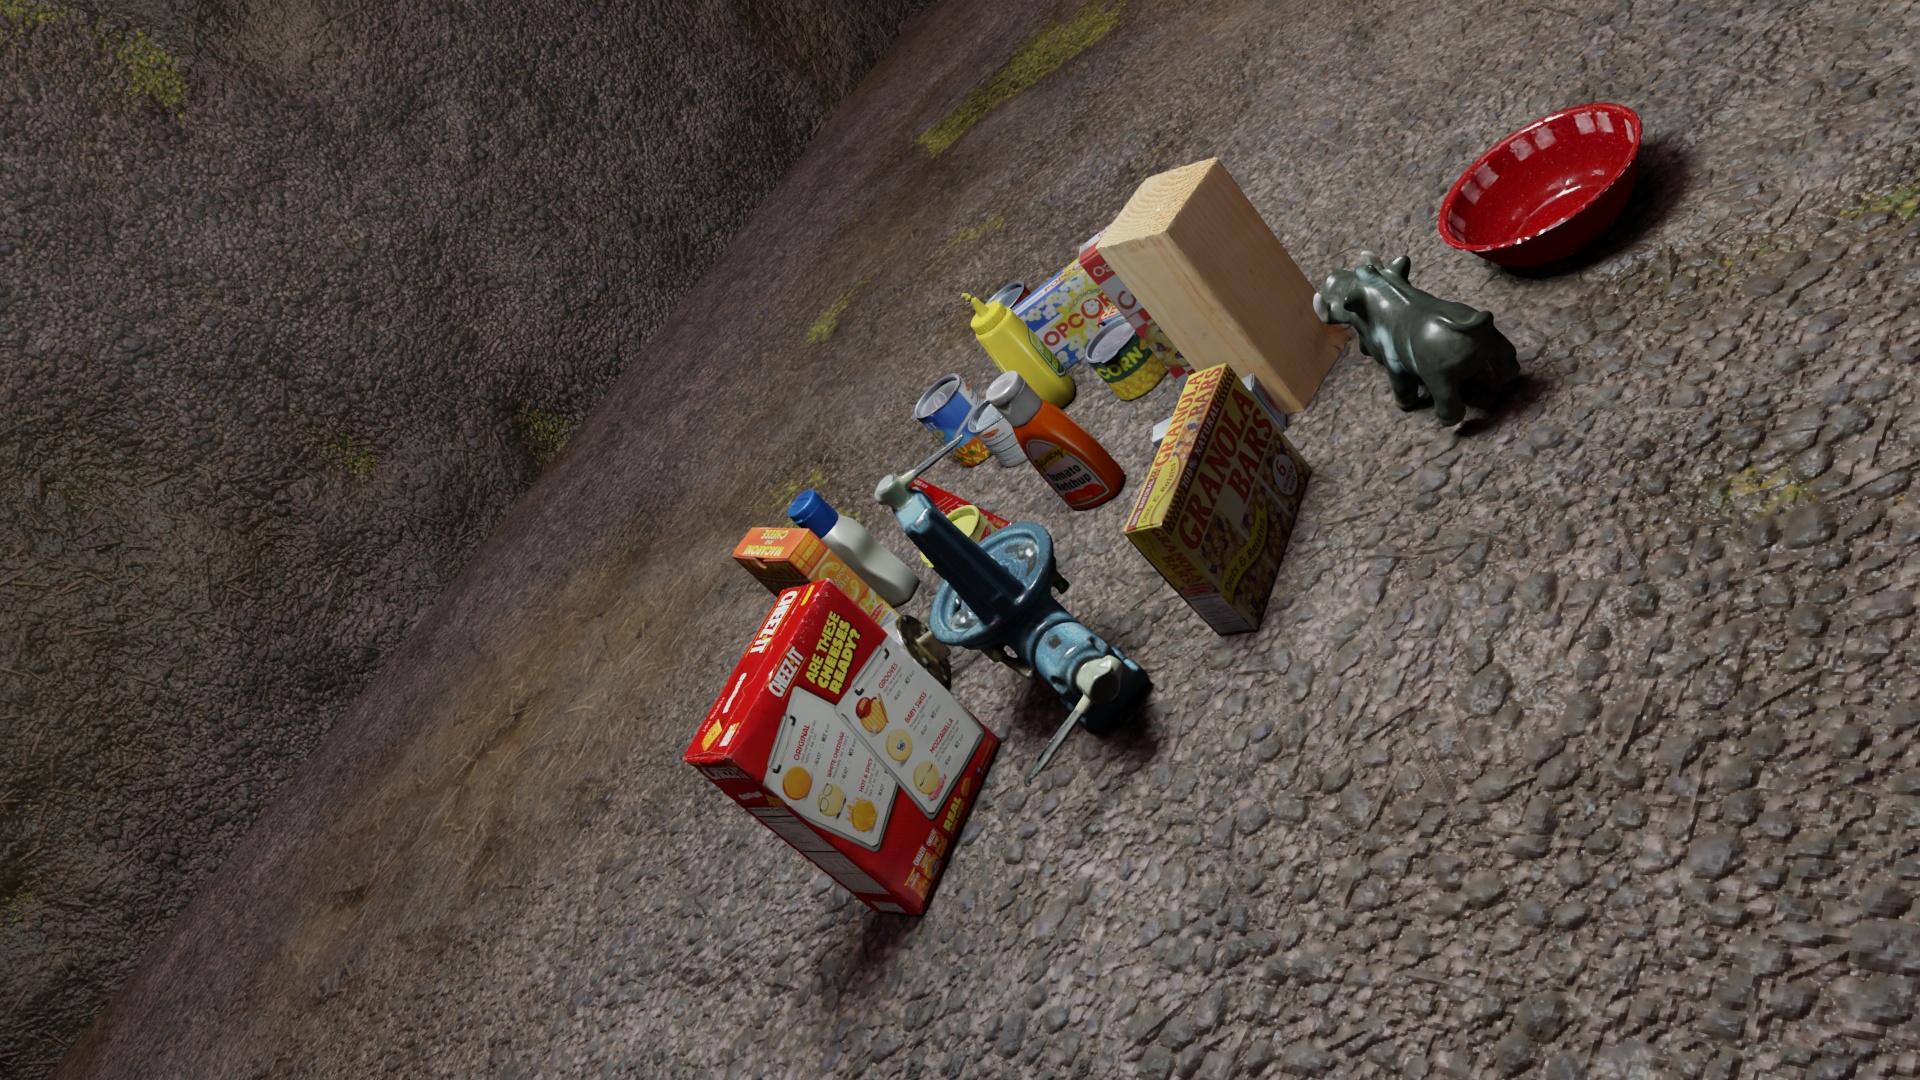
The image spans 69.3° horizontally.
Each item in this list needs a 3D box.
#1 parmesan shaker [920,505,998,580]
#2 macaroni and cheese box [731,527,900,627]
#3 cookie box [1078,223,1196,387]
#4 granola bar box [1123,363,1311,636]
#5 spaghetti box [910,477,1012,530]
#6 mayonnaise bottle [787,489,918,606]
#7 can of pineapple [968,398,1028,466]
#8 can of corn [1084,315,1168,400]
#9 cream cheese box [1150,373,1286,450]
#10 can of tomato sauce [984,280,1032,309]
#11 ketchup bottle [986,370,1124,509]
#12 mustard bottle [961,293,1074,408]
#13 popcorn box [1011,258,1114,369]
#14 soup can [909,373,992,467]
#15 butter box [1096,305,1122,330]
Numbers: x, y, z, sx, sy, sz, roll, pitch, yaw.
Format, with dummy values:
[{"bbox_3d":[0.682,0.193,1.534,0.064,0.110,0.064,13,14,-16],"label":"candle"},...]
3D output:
[{"bbox_3d":[0.022,0.029,1.232,0.071,0.103,0.072,-34,28,21],"label":"parmesan shaker"},{"bbox_3d":[-0.128,0.055,1.338,0.123,0.166,0.040,1,51,56],"label":"macaroni and cheese box"},{"bbox_3d":[0.207,-0.238,1.282,0.122,0.167,0.040,-33,28,23],"label":"cookie box"},{"bbox_3d":[0.196,-0.031,1.042,0.039,0.124,0.166,-15,38,46],"label":"granola bar box"},{"bbox_3d":[0.005,-0.017,1.385,0.029,0.050,0.250,-48,26,-7],"label":"spaghetti box"},{"bbox_3d":[-0.111,0.009,1.403,0.064,0.148,0.041,-15,38,46],"label":"mayonnaise bottle"},{"bbox_3d":[0.052,-0.121,1.461,0.071,0.057,0.071,-34,28,21],"label":"can of pineapple"},{"bbox_3d":[0.166,-0.180,1.381,0.071,0.058,0.071,-34,28,21],"label":"can of corn"},{"bbox_3d":[0.220,-0.096,1.184,0.103,0.053,0.024,-28,30,31],"label":"cream cheese box"},{"bbox_3d":[0.070,-0.242,1.584,0.071,0.083,0.071,-34,28,21],"label":"can of tomato sauce"},{"bbox_3d":[0.083,-0.092,1.269,0.064,0.148,0.044,-20,35,42],"label":"ketchup bottle"},{"bbox_3d":[0.057,-0.203,1.457,0.048,0.160,0.065,-35,27,19],"label":"mustard bottle"},{"bbox_3d":[0.126,-0.250,1.511,0.126,0.085,0.038,-35,27,19],"label":"popcorn box"},{"bbox_3d":[-0.002,-0.129,1.522,0.071,0.083,0.072,-34,28,21],"label":"soup can"},{"bbox_3d":[0.194,-0.225,1.414,0.103,0.053,0.024,-18,36,43],"label":"butter box"}]
